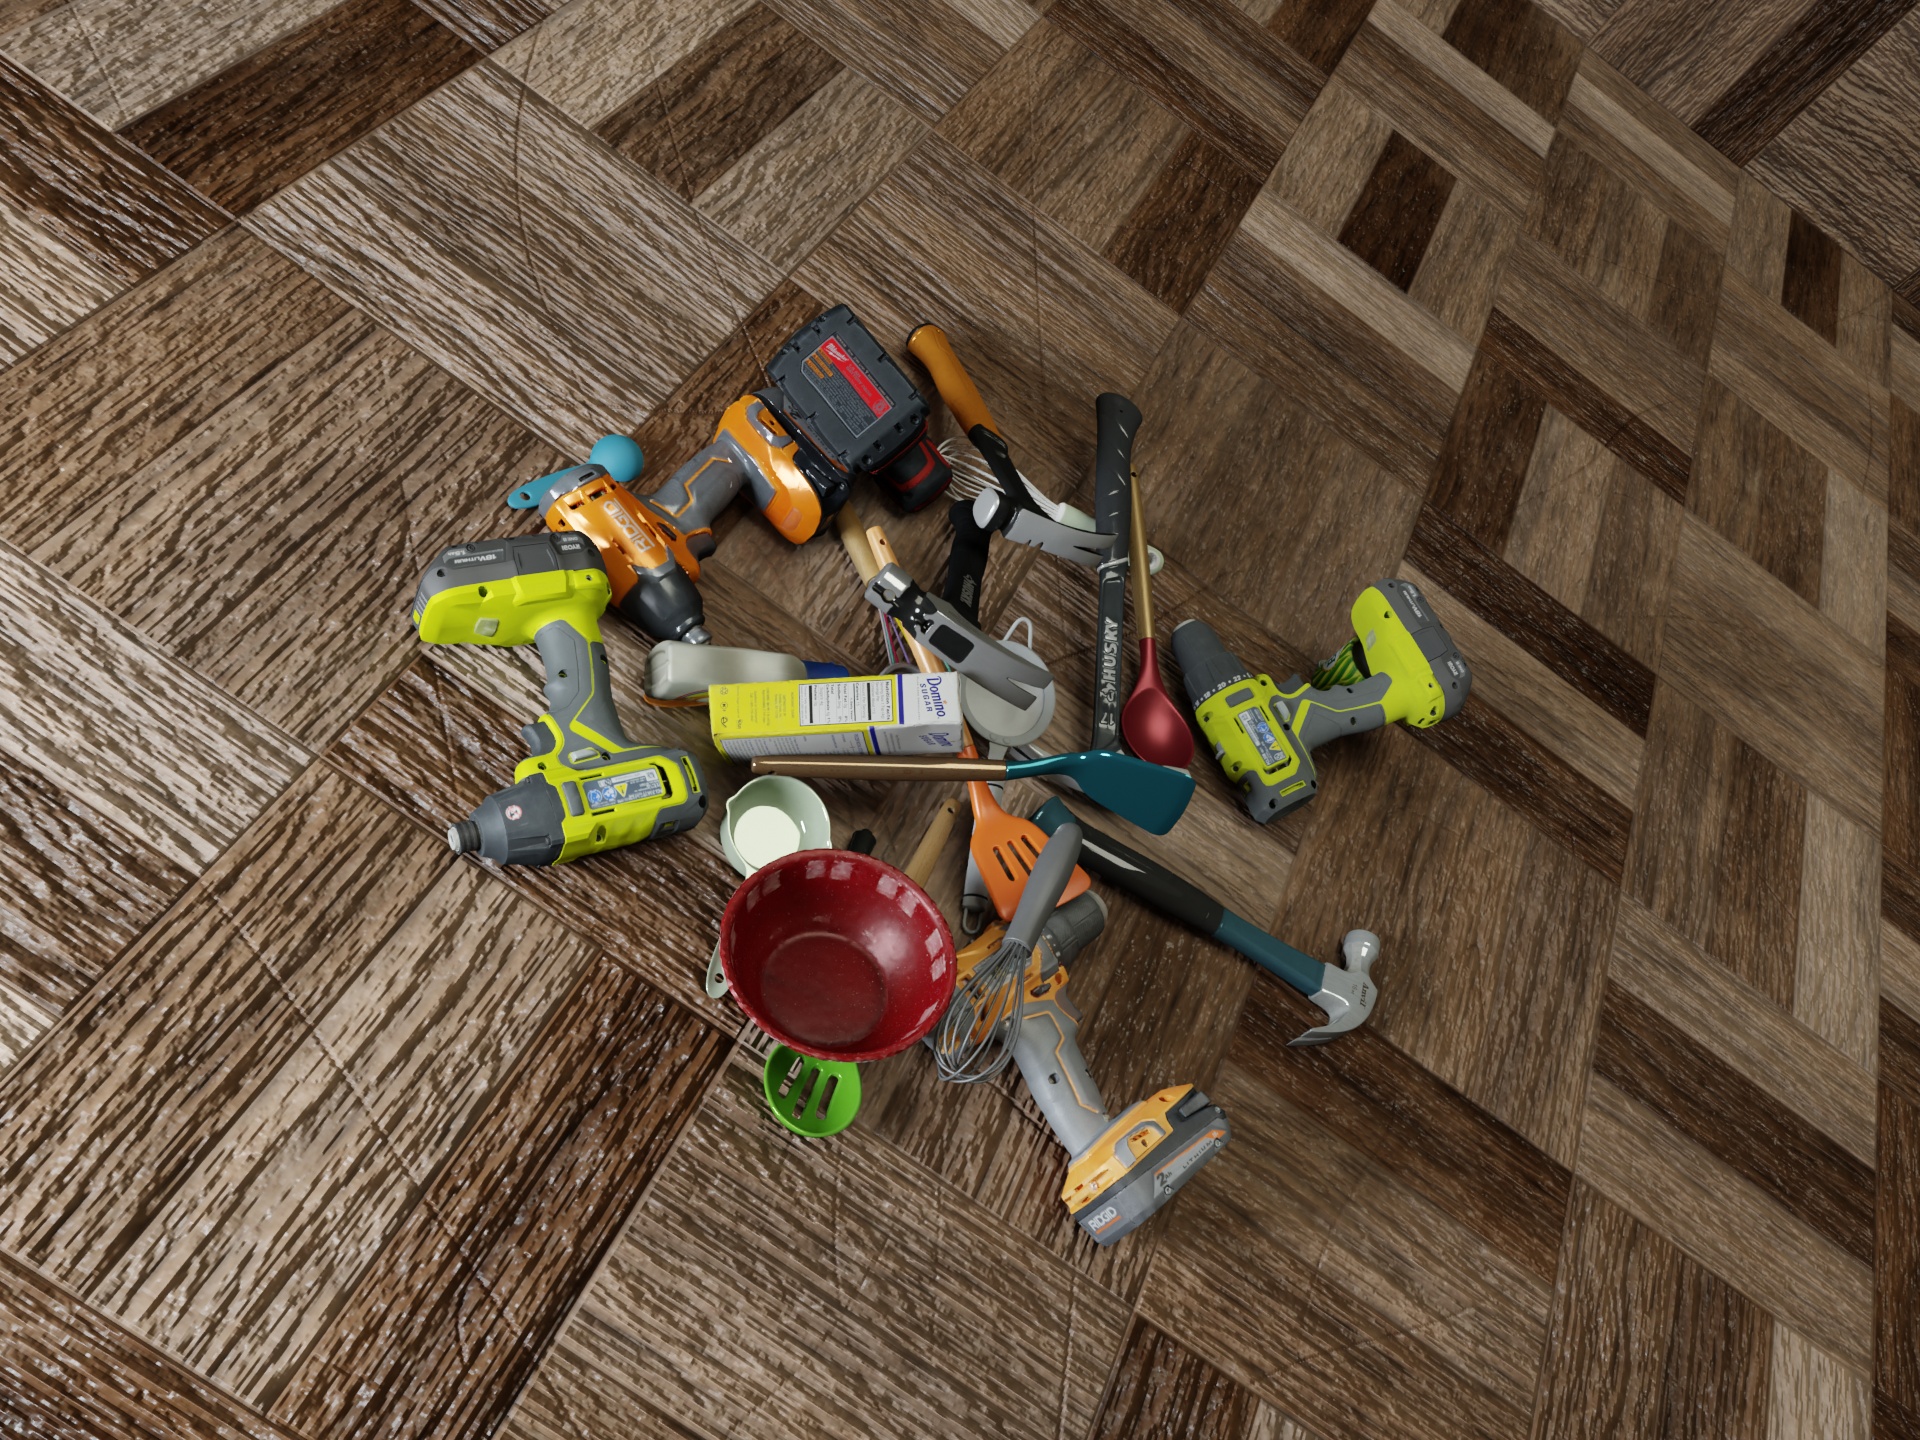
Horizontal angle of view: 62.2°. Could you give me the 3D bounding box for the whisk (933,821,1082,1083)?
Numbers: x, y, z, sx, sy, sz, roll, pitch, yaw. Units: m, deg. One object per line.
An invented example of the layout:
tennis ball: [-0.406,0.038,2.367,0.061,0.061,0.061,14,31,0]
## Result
whisk: [0.040,0.156,1.104,0.055,0.055,0.239,35,49,-6]

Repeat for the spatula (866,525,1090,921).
spatula: [-0.002,-0.004,1.204,0.081,0.041,0.323,-19,82,-27]

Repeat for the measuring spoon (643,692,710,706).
measuring spoon: [-0.184,-0.021,1.203,0.117,0.011,0.021,-5,71,-28]

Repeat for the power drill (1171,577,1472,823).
power drill: [0.314,-0.036,1.414,0.228,0.080,0.191,-24,73,-11]

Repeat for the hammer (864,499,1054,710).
hammer: [0.008,-0.112,1.255,0.146,0.035,0.335,37,20,-11]

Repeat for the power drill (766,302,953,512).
power drill: [-0.089,-0.266,1.300,0.080,0.226,0.188,-39,86,4]

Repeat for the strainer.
strainer: [0.024,0.042,1.243,0.086,0.050,0.259,18,66,-20]

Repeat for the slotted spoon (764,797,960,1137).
slotted spoon: [-0.059,0.168,1.139,0.070,0.031,0.314,31,48,-4]

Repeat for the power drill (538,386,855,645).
power drill: [-0.191,-0.154,1.240,0.226,0.084,0.164,-36,84,-37]

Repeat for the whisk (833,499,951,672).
whisk: [-0.059,-0.095,1.307,0.047,0.051,0.245,5,51,-53]

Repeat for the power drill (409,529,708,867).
power drill: [-0.289,-0.012,1.093,0.171,0.080,0.223,-12,70,-33]

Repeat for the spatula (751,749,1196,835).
spatula: [0.008,0.044,1.151,0.317,0.082,0.044,2,56,-12]

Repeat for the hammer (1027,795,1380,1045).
hammer: [0.197,0.155,1.291,0.331,0.033,0.128,31,49,-9]

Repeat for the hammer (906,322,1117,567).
hammer: [0.024,-0.252,1.384,0.127,0.034,0.337,15,33,-33]

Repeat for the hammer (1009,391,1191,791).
hammer: [0.126,-0.118,1.384,0.149,0.036,0.409,9,61,-9]

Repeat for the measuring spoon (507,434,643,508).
measuring spoon: [-0.298,-0.195,1.239,0.042,0.021,0.128,49,48,7]

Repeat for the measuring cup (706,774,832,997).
measuring cup: [-0.148,0.119,1.120,0.083,0.038,0.168,26,65,-14]

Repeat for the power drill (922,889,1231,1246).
power drill: [0.091,0.236,1.149,0.185,0.084,0.226,-29,73,-40]

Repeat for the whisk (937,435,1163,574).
whisk: [0.081,-0.190,1.445,0.246,0.059,0.058,24,88,-20]

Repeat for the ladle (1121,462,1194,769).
ladle: [0.163,-0.094,1.415,0.069,0.031,0.316,8,64,-22]
